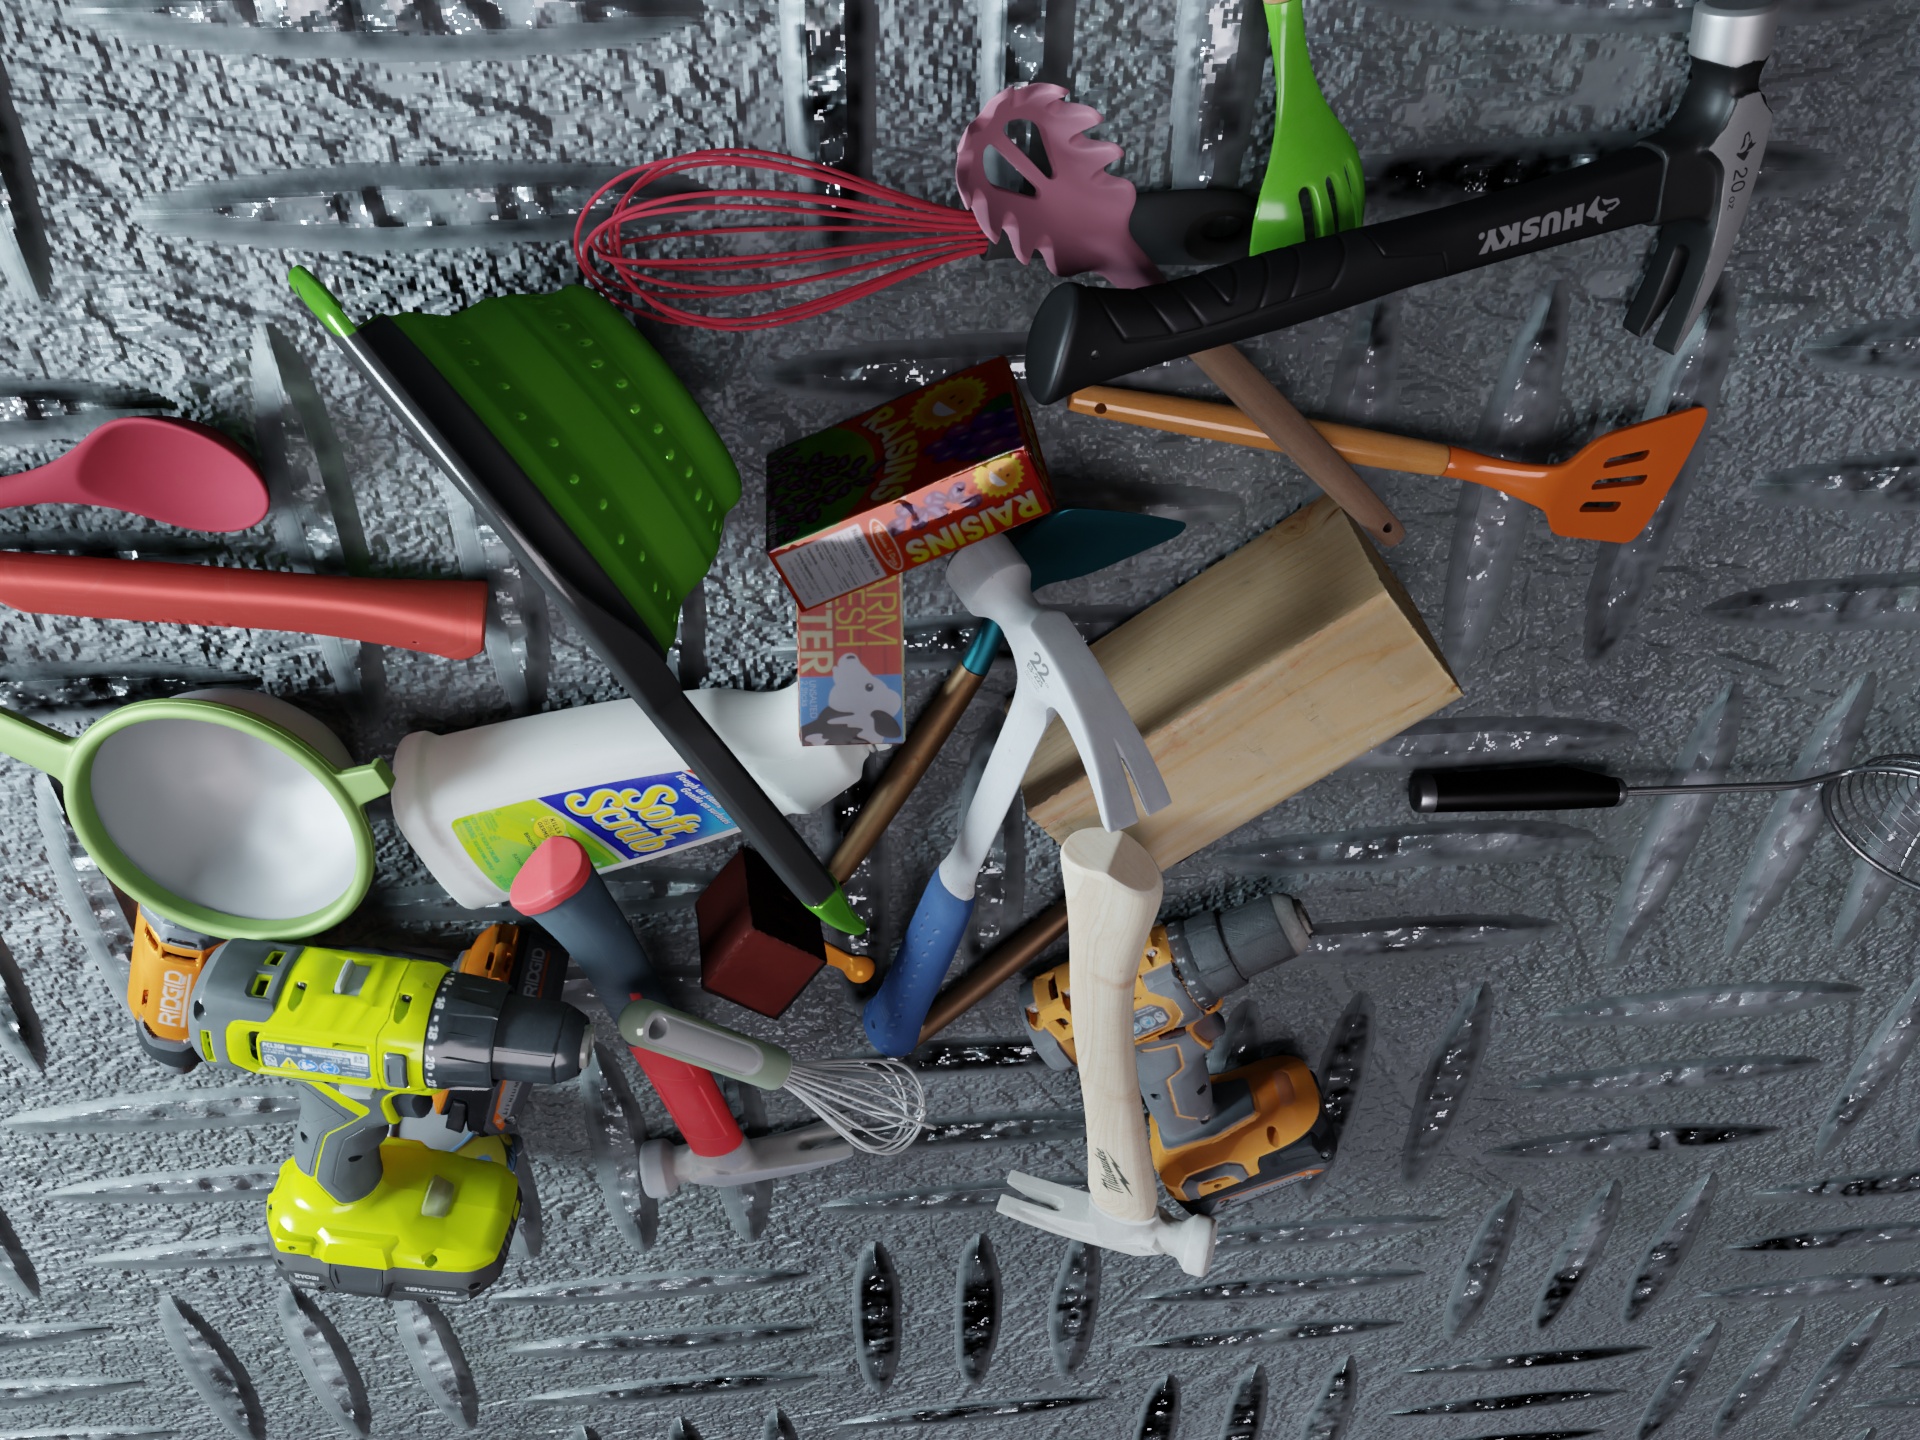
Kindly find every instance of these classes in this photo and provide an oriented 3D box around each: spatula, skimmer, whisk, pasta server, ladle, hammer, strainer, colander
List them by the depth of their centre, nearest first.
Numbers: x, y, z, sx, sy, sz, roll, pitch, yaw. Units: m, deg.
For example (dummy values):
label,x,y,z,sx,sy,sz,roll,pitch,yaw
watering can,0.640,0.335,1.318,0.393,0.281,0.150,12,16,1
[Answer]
label,x,y,z,sx,sy,sz,roll,pitch,yaw
hammer,0.183,-0.187,0.655,0.334,0.035,0.146,-19,130,-12
whisk,-0.009,-0.202,0.661,0.295,0.073,0.073,-5,131,-12
pasta server,0.108,-0.157,0.680,0.316,0.040,0.060,34,106,-36
colander,-0.120,-0.054,0.702,0.094,0.205,0.396,-40,125,-9
ladle,-0.462,-0.095,0.707,0.315,0.031,0.069,-8,141,2
hammer,-0.398,-0.065,0.710,0.359,0.037,0.149,3,153,-16
spatula,0.208,-0.134,0.769,0.322,0.041,0.081,8,129,-9
strainer,-0.406,0.014,0.790,0.256,0.069,0.151,26,123,-11
hammer,0.003,0.084,0.835,0.035,0.144,0.405,-22,154,-27
spatula,-0.001,-0.003,0.836,0.082,0.044,0.317,1,136,-39
whisk,-0.100,0.204,0.921,0.059,0.058,0.246,8,162,45
skimmer,0.446,0.068,0.928,0.363,0.090,0.127,-1,162,-4
hammer,0.078,0.203,0.930,0.146,0.038,0.410,11,138,18
hammer,-0.162,0.184,0.935,0.143,0.038,0.385,-10,142,0
spatula,0.061,0.118,0.964,0.059,0.018,0.316,33,119,-27

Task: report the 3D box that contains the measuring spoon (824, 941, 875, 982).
label,x,y,z,sx,sy,sz,roll,pitch,yaw
measuring spoon,-0.101,0.136,0.963,0.116,0.011,0.021,27,122,-27

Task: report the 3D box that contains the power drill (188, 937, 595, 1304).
label,x,y,z,sx,sy,sz,roll,pitch,yaw
power drill,-0.294,0.215,0.851,0.190,0.080,0.228,8,128,-4

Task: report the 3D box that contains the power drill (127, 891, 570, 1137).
label,x,y,z,sx,sy,sz,roll,pitch,yaw
power drill,-0.355,0.167,0.912,0.226,0.084,0.164,17,128,-16

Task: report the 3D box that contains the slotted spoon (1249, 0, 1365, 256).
label,x,y,z,sx,sy,sz,roll,pitch,yaw
slotted spoon,0.117,-0.300,0.604,0.070,0.031,0.313,-37,130,-22

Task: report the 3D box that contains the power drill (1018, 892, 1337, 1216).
label,x,y,z,sx,sy,sz,roll,pitch,yaw
power drill,0.167,0.209,1.021,0.185,0.084,0.226,-27,124,14
